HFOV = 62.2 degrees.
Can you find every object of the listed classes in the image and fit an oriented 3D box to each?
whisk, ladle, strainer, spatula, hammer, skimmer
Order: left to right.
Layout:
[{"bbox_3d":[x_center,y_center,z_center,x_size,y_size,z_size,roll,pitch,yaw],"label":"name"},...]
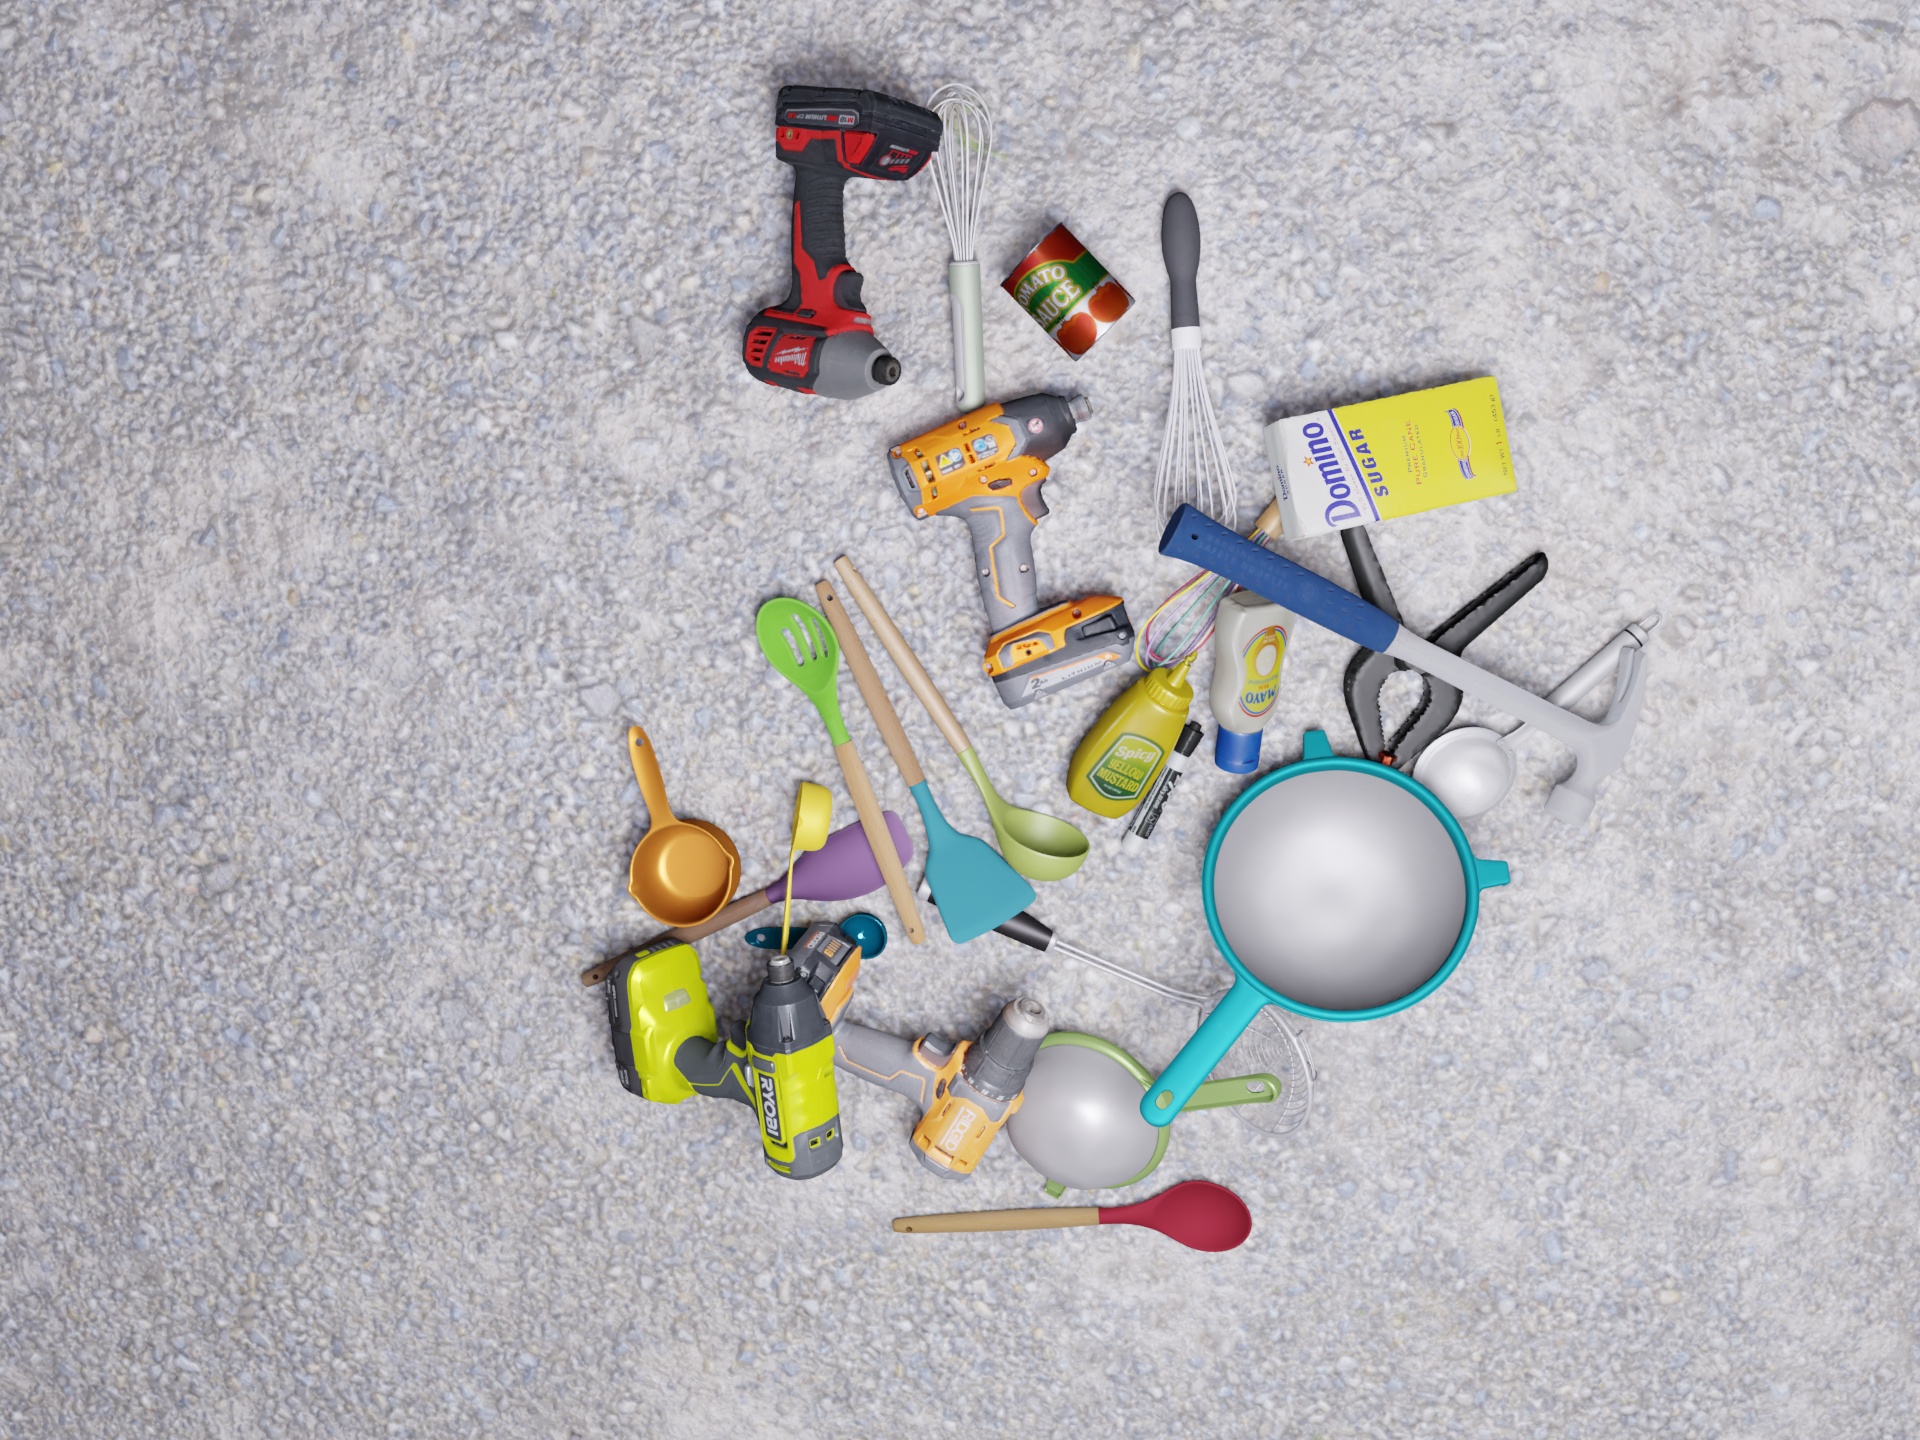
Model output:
[{"bbox_3d":[-0.186,0.163,1.365,0.316,0.018,0.060,-24,93,8],"label":"spatula"},{"bbox_3d":[-0.043,0.028,1.314,0.082,0.044,0.317,-28,98,-15],"label":"spatula"},{"bbox_3d":[-0.002,-0.004,1.300,0.062,0.078,0.320,-32,92,26],"label":"ladle"},{"bbox_3d":[0.002,-0.361,1.228,0.059,0.058,0.246,-10,108,-25],"label":"whisk"},{"bbox_3d":[0.096,0.439,1.401,0.315,0.031,0.069,-4,103,7],"label":"ladle"},{"bbox_3d":[0.124,0.230,1.321,0.363,0.090,0.127,24,135,1],"label":"skimmer"},{"bbox_3d":[0.138,0.329,1.305,0.256,0.069,0.151,-17,101,32],"label":"strainer"},{"bbox_3d":[0.178,-0.263,1.232,0.070,0.070,0.284,-3,97,5],"label":"whisk"},{"bbox_3d":[0.225,-0.134,1.262,0.047,0.051,0.245,40,99,1],"label":"whisk"},{"bbox_3d":[0.259,0.189,1.265,0.211,0.095,0.340,38,82,20],"label":"strainer"},{"bbox_3d":[0.340,-0.064,1.214,0.405,0.035,0.144,25,96,-10],"label":"hammer"},{"bbox_3d":[0.460,0.003,1.276,0.258,0.050,0.086,-43,112,8],"label":"strainer"}]

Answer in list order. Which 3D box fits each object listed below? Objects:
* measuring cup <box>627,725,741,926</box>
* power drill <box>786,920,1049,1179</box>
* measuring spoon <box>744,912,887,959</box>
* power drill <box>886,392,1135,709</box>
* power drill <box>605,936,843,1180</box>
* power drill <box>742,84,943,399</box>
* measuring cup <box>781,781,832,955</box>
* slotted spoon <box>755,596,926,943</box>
[{"bbox_3d":[-0.241,0.086,1.340,0.095,0.052,0.173,-18,89,8],"label":"measuring cup"},{"bbox_3d":[-0.047,0.258,1.313,0.226,0.084,0.185,31,120,5],"label":"power drill"},{"bbox_3d":[-0.123,0.183,1.370,0.128,0.021,0.042,-3,107,14],"label":"measuring spoon"},{"bbox_3d":[0.059,-0.141,1.254,0.164,0.084,0.226,-23,96,8],"label":"power drill"},{"bbox_3d":[-0.187,0.254,1.275,0.223,0.080,0.171,7,108,44],"label":"power drill"},{"bbox_3d":[-0.088,-0.353,1.194,0.143,0.078,0.219,21,107,37],"label":"power drill"},{"bbox_3d":[-0.130,0.129,1.329,0.029,0.062,0.156,6,96,-9],"label":"measuring cup"},{"bbox_3d":[-0.090,0.043,1.321,0.070,0.031,0.313,-17,100,27],"label":"slotted spoon"}]
